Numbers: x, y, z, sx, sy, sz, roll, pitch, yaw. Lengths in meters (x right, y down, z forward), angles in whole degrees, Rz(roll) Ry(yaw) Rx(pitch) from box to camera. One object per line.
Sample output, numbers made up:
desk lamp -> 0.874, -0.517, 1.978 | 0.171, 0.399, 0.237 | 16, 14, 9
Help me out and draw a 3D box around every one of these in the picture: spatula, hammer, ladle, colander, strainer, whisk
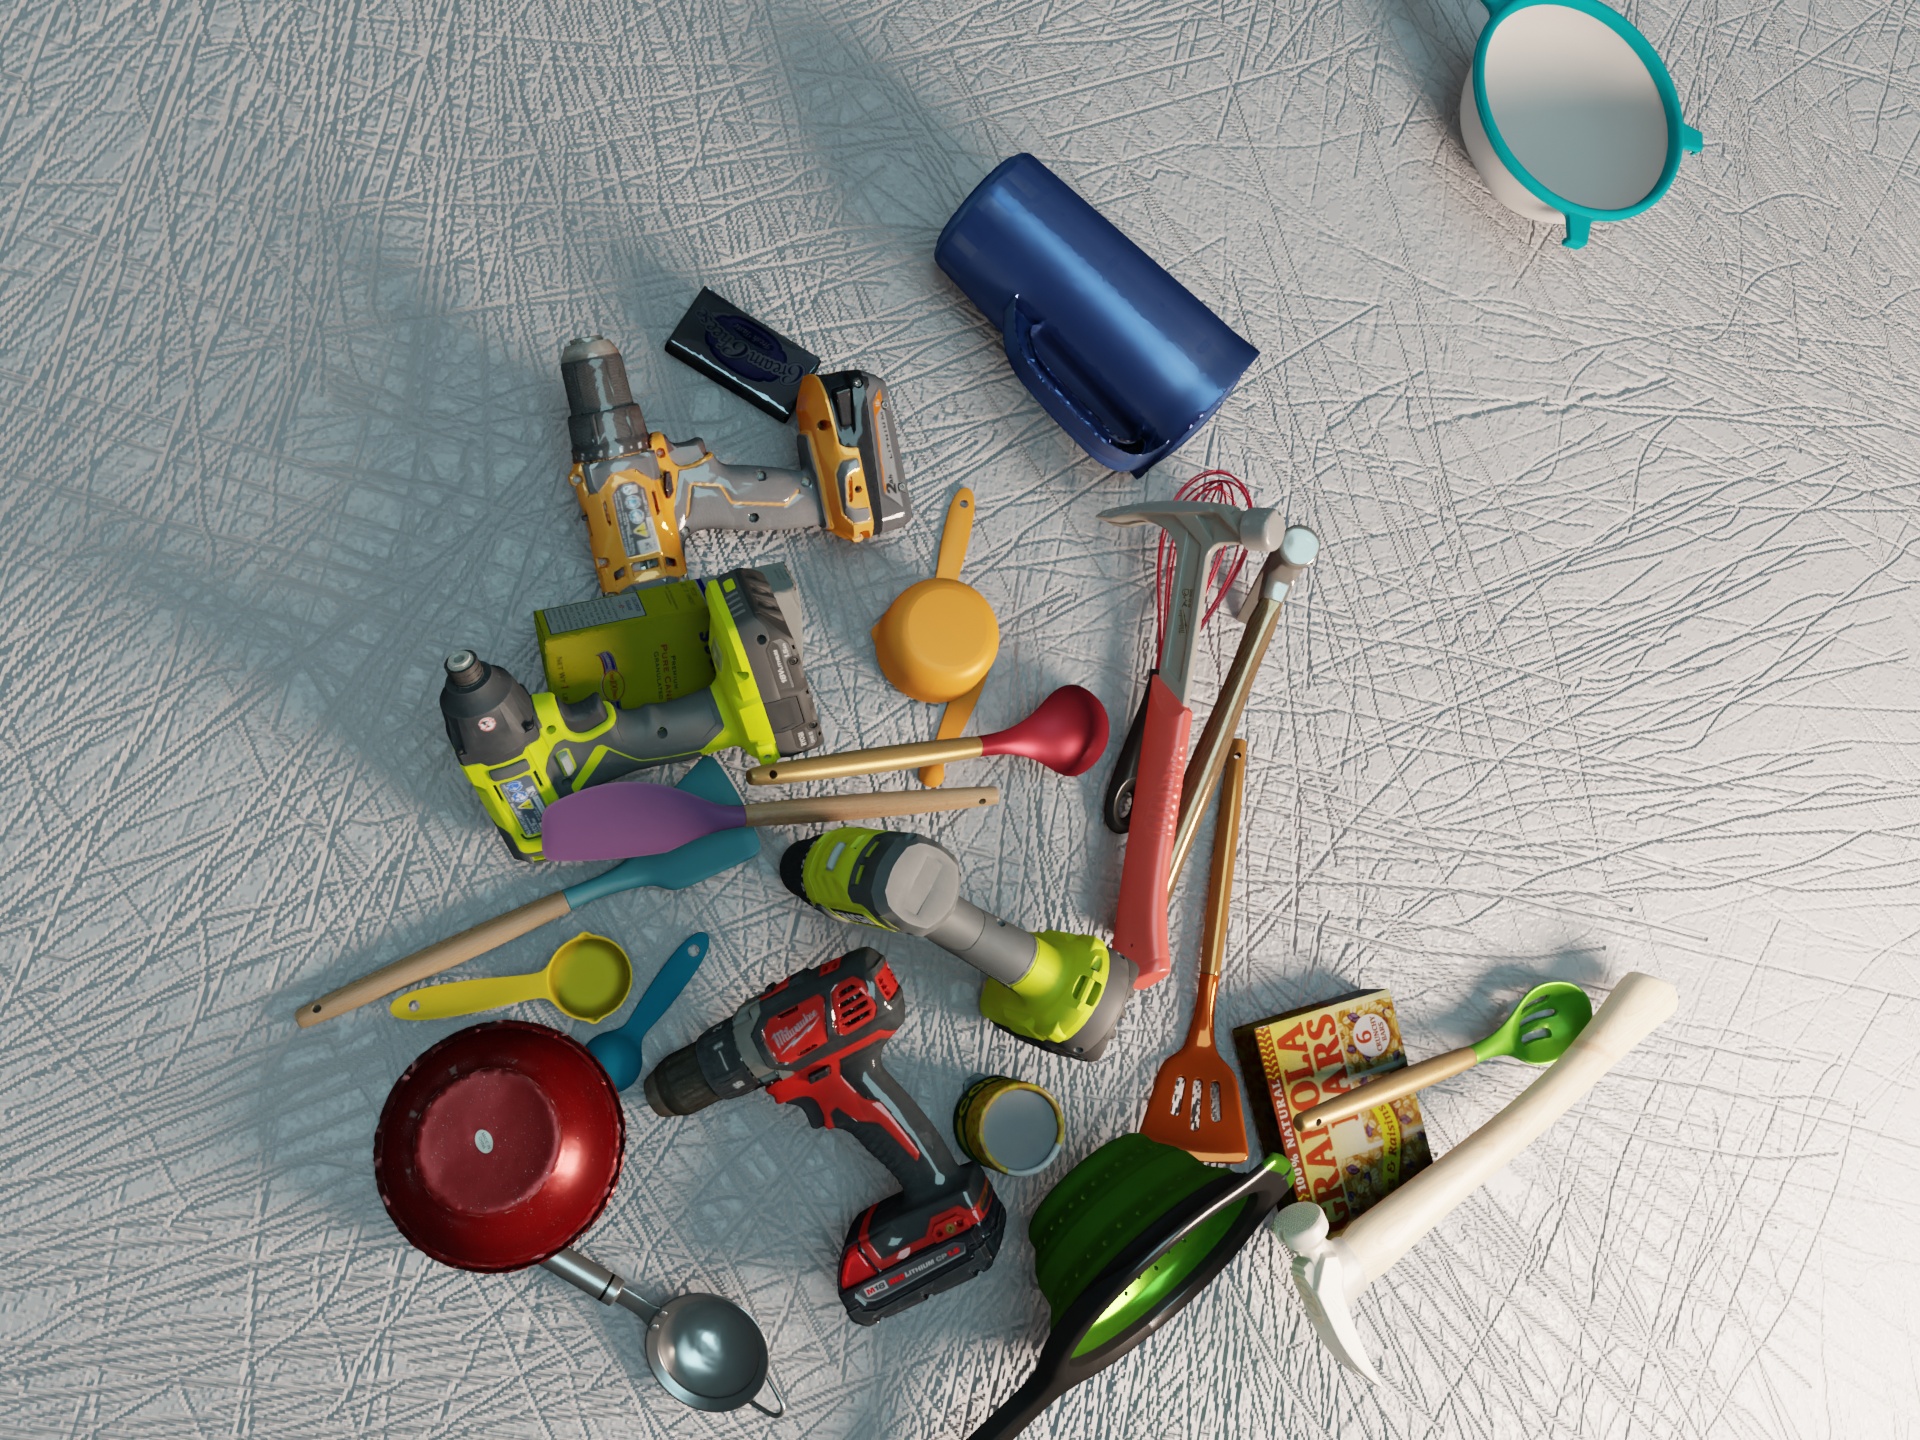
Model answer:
spatula -> 0.194, 0.168, 1.207 | 0.081, 0.041, 0.323 | 8, 77, 6
spatula -> -0.291, 0.127, 1.068 | 0.317, 0.044, 0.082 | -25, 70, -17
hammer -> 0.415, 0.328, 1.215 | 0.410, 0.038, 0.146 | -31, 104, -23
hammer -> 0.192, 0.016, 1.204 | 0.031, 0.130, 0.331 | 22, 87, 5
spatula -> -0.121, 0.060, 1.076 | 0.315, 0.018, 0.059 | -3, 120, -21
ladle -> -0.010, 0.020, 1.126 | 0.315, 0.031, 0.069 | -7, 93, -35
colander -> 0.055, 0.411, 1.101 | 0.397, 0.204, 0.095 | -43, 61, -3
strainer -> 0.471, -0.563, 1.377 | 0.211, 0.095, 0.340 | -39, 92, -21
hammer -> 0.142, 0.016, 1.167 | 0.036, 0.149, 0.359 | 14, 83, -51
whisk -> 0.162, -0.054, 1.227 | 0.073, 0.073, 0.296 | 19, 83, -13
strainer -> -0.223, 0.378, 1.051 | 0.258, 0.050, 0.087 | 32, 104, -4

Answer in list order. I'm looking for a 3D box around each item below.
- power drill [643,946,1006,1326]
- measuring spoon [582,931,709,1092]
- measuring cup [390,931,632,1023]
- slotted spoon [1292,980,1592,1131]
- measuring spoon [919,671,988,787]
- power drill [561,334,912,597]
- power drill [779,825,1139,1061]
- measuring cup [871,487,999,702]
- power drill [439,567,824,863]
power drill -> -0.090, 0.284, 1.071 | 0.188, 0.080, 0.226 | -28, 93, 9
measuring spoon -> -0.212, 0.199, 1.090 | 0.042, 0.021, 0.129 | 38, 75, -8
measuring cup -> -0.300, 0.180, 1.068 | 0.156, 0.029, 0.062 | -7, 84, -13
slotted spoon -> 0.373, 0.262, 1.221 | 0.313, 0.031, 0.070 | -11, 103, -31
measuring spoon -> -0.002, -0.004, 1.191 | 0.021, 0.011, 0.117 | 26, 75, -11
power drill -> -0.163, -0.192, 1.118 | 0.226, 0.084, 0.185 | -16, 105, -16
power drill -> -0.009, 0.144, 1.092 | 0.228, 0.190, 0.080 | 34, 73, -24
measuring cup -> -0.007, -0.101, 1.181 | 0.095, 0.052, 0.174 | 14, 75, -10
power drill -> -0.214, -0.008, 1.033 | 0.223, 0.171, 0.080 | -21, 47, -9
